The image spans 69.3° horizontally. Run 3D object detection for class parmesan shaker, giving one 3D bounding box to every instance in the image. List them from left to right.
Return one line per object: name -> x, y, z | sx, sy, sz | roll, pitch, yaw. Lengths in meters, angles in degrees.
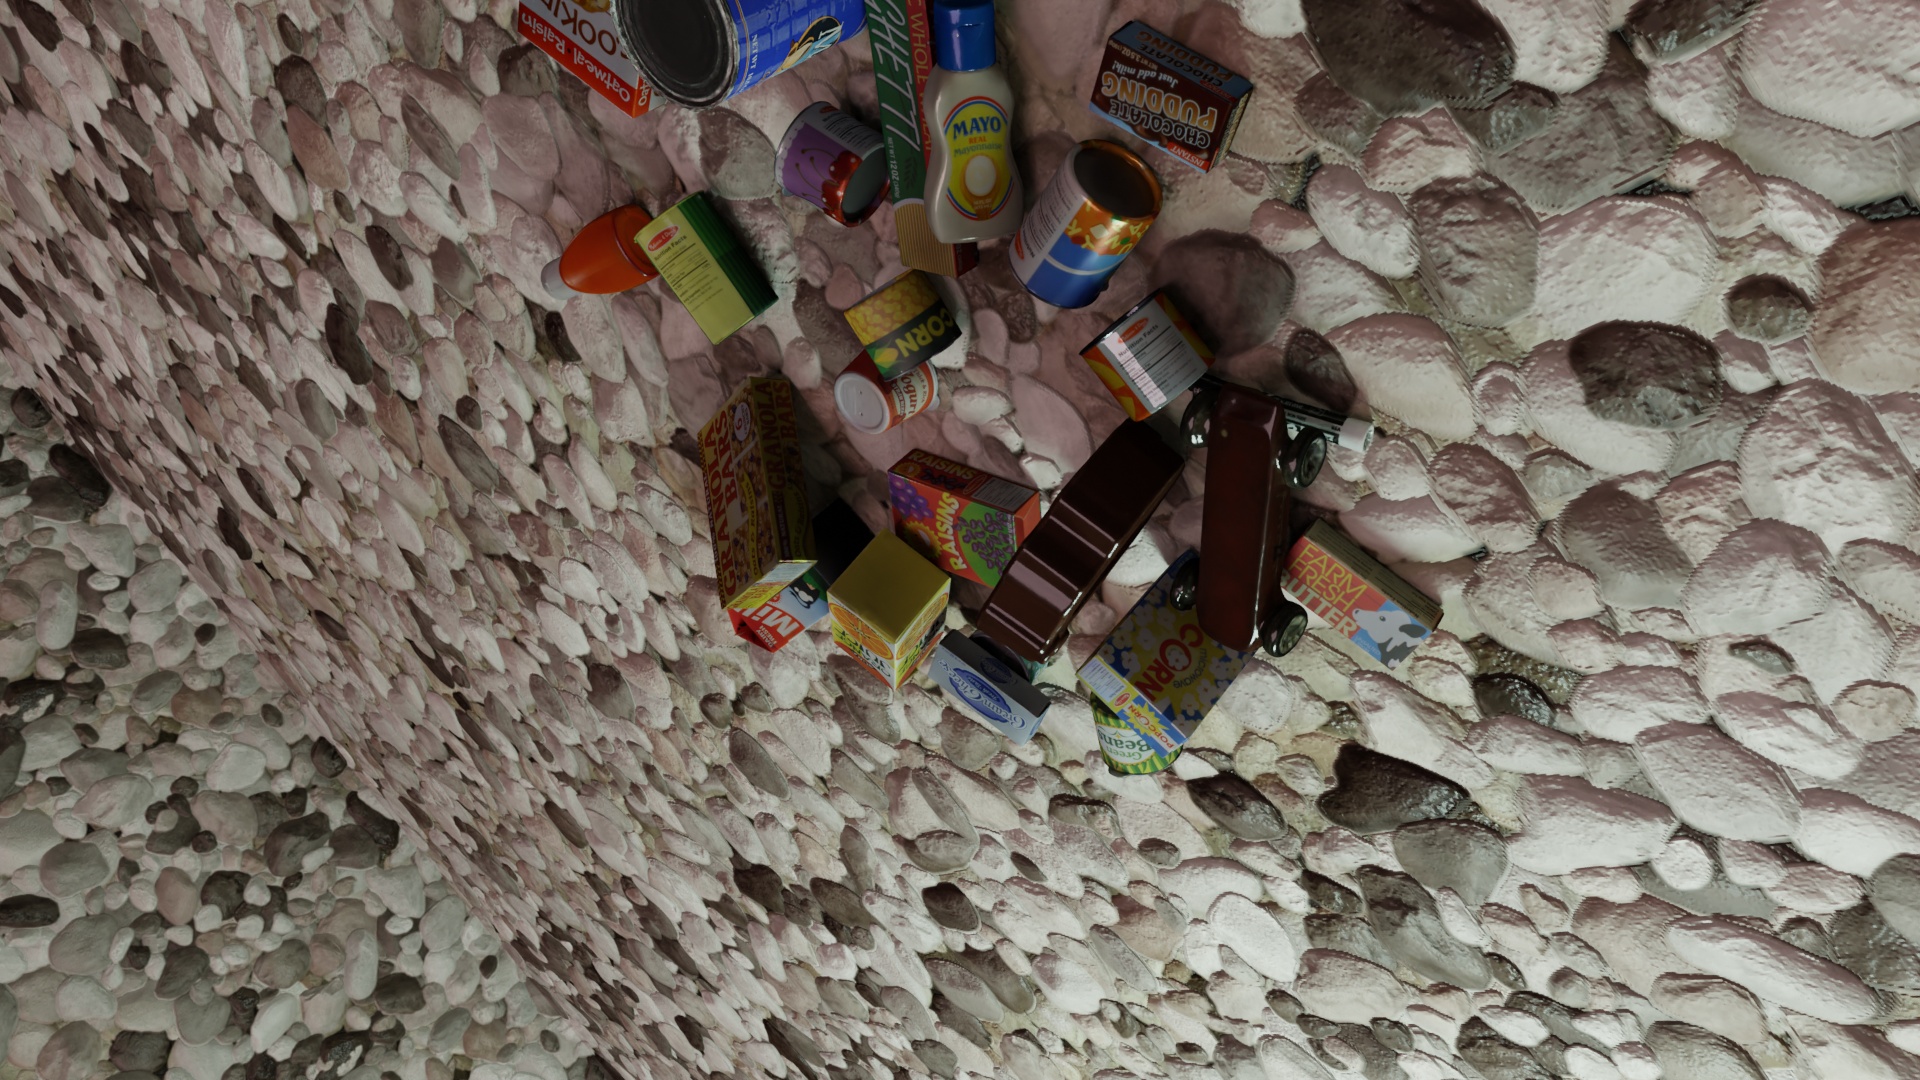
parmesan shaker -> -0.200, -0.212, 1.094 | 0.071, 0.072, 0.103 | -22, 107, 50

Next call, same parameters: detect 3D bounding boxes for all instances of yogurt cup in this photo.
yogurt cup -> -0.059, -0.116, 1.057 | 0.072, 0.054, 0.072 | 25, 137, 26

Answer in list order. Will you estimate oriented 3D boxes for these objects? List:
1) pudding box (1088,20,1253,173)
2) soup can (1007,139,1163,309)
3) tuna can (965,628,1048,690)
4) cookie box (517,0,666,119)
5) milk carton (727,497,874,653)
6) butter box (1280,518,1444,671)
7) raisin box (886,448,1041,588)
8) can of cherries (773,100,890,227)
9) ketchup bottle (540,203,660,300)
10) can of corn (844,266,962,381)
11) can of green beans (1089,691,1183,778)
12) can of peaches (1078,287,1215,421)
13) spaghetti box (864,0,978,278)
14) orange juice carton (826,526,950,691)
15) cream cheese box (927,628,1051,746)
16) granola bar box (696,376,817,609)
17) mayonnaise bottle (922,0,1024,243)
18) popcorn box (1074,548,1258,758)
pudding box -> 0.118, -0.252, 0.791 | 0.084, 0.030, 0.049 | 35, 141, 15
soup can -> 0.079, -0.193, 0.854 | 0.071, 0.072, 0.083 | 44, 141, 4
tuna can -> 0.041, 0.097, 1.168 | 0.071, 0.033, 0.070 | 25, 137, 26
cookie box -> -0.257, -0.408, 0.998 | 0.123, 0.040, 0.166 | 39, 140, 11
milk carton -> -0.150, 0.041, 1.264 | 0.073, 0.073, 0.189 | 50, 142, -4
butter box -> 0.260, 0.035, 0.916 | 0.103, 0.024, 0.052 | 38, 141, 11
raisin box -> 0.004, -0.014, 1.100 | 0.123, 0.040, 0.085 | 21, 136, 30
can of cherries -> -0.085, -0.254, 0.949 | 0.058, 0.072, 0.071 | 34, 140, 14
ketchup bottle -> -0.311, -0.240, 1.193 | 0.148, 0.044, 0.064 | -8, 116, 46
can of corn -> -0.040, -0.156, 0.993 | 0.071, 0.071, 0.058 | -17, 110, 49
can of green beans -> 0.138, 0.141, 1.088 | 0.071, 0.071, 0.057 | 11, 130, 36
can of peaches -> 0.119, -0.117, 0.882 | 0.058, 0.071, 0.071 | 50, 142, -5
spaghetti box -> -0.027, -0.289, 0.895 | 0.050, 0.029, 0.248 | 19, 134, 30
orange juice carton -> -0.060, 0.067, 1.178 | 0.072, 0.073, 0.192 | 37, 162, 10
cream cheese box -> 0.023, 0.123, 1.157 | 0.104, 0.024, 0.053 | 36, 143, 13
granola bar box -> -0.174, -0.038, 1.175 | 0.123, 0.039, 0.166 | -34, 61, 52
mayonnaise bottle -> 0.006, -0.261, 0.865 | 0.041, 0.065, 0.147 | -112, 14, -52
popcorn box -> 0.151, 0.076, 0.969 | 0.085, 0.127, 0.038 | 44, 146, 4
